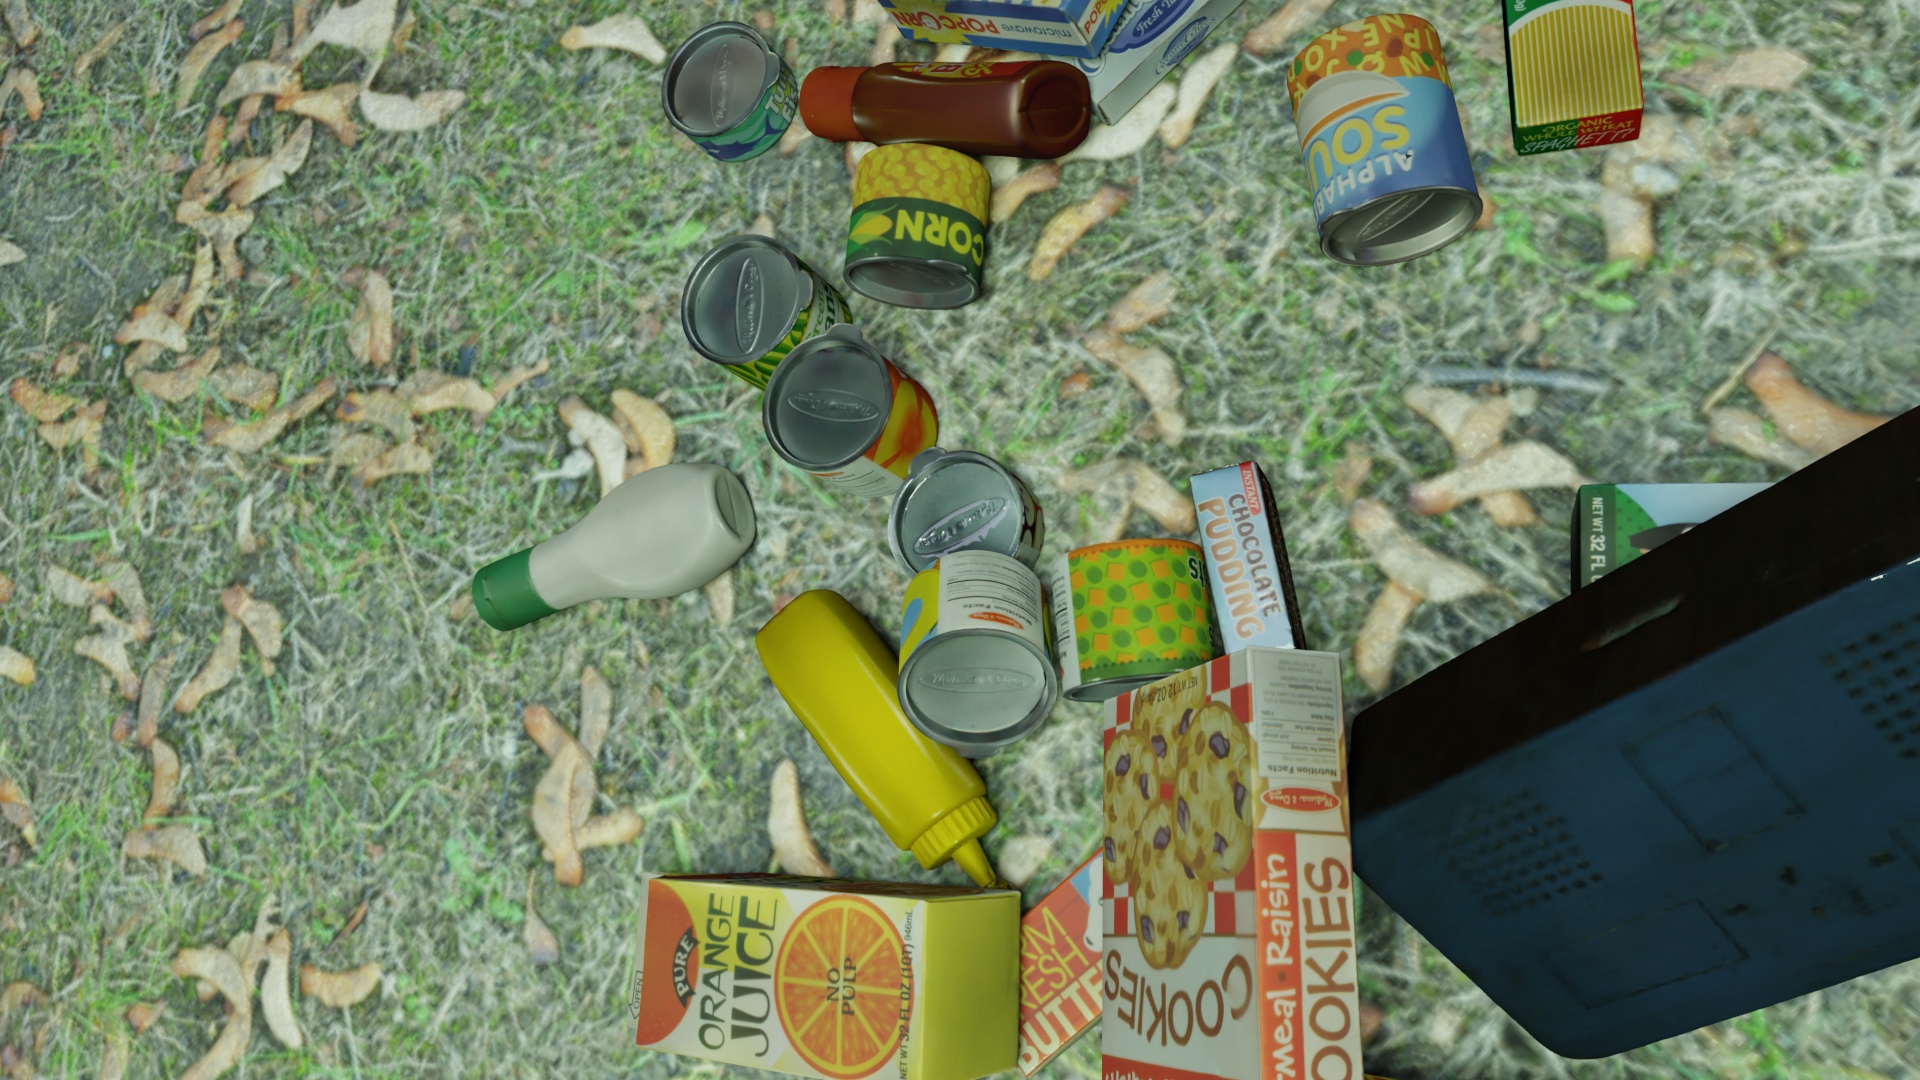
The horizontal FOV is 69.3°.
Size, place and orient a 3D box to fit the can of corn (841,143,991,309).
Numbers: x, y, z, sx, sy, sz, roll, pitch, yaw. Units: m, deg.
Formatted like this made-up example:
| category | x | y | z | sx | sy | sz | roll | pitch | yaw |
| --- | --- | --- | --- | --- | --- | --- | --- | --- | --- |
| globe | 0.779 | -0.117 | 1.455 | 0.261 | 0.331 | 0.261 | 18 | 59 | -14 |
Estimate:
| category | x | y | z | sx | sy | sz | roll | pitch | yaw |
| --- | --- | --- | --- | --- | --- | --- | --- | --- | --- |
| can of corn | -0.019 | -0.149 | 0.660 | 0.071 | 0.071 | 0.058 | 2 | 79 | 22 |

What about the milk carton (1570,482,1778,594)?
| category | x | y | z | sx | sy | sz | roll | pitch | yaw |
| --- | --- | --- | --- | --- | --- | --- | --- | --- | --- |
| milk carton | 0.319 | 0.021 | 0.489 | 0.190 | 0.073 | 0.072 | 1 | 80 | 21 |

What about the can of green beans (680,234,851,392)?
| category | x | y | z | sx | sy | sz | roll | pitch | yaw |
| --- | --- | --- | --- | --- | --- | --- | --- | --- | --- |
| can of green beans | -0.095 | -0.109 | 0.687 | 0.071 | 0.058 | 0.071 | -5 | 77 | 20 |

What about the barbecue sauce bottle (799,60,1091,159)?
| category | x | y | z | sx | sy | sz | roll | pitch | yaw |
| --- | --- | --- | --- | --- | --- | --- | --- | --- | --- |
| barbecue sauce bottle | -0.014 | -0.210 | 0.673 | 0.148 | 0.065 | 0.043 | 15 | 115 | 36 |

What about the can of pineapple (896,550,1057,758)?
| category | x | y | z | sx | sy | sz | roll | pitch | yaw |
| --- | --- | --- | --- | --- | --- | --- | --- | --- | --- |
| can of pineapple | 0.006 | 0.048 | 0.595 | 0.071 | 0.070 | 0.058 | -23 | 31 | 15 |

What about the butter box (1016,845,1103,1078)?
| category | x | y | z | sx | sy | sz | roll | pitch | yaw |
| --- | --- | --- | --- | --- | --- | --- | --- | --- | --- |
| butter box | 0.052 | 0.173 | 0.585 | 0.103 | 0.024 | 0.053 | -43 | 68 | 8 |

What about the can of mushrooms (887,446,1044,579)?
| category | x | y | z | sx | sy | sz | roll | pitch | yaw |
| --- | --- | --- | --- | --- | --- | --- | --- | --- | --- |
| can of mushrooms | 0.002 | -0.008 | 0.640 | 0.071 | 0.033 | 0.071 | -5 | 77 | 21 |

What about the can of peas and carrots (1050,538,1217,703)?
| category | x | y | z | sx | sy | sz | roll | pitch | yaw |
| --- | --- | --- | --- | --- | --- | --- | --- | --- | --- |
| can of peas and carrots | 0.075 | 0.034 | 0.585 | 0.071 | 0.071 | 0.059 | -10 | 75 | 19 |

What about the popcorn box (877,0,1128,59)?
| category | x | y | z | sx | sy | sz | roll | pitch | yaw |
| --- | --- | --- | --- | --- | --- | --- | --- | --- | --- |
| popcorn box | 0.028 | -0.282 | 0.670 | 0.127 | 0.038 | 0.085 | 22 | 81 | 37 |

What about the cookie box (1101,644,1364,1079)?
| category | x | y | z | sx | sy | sz | roll | pitch | yaw |
| --- | --- | --- | --- | --- | --- | --- | --- | --- | --- |
| cookie box | 0.091 | 0.132 | 0.501 | 0.040 | 0.122 | 0.168 | 7 | 72 | -17 |

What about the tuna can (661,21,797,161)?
| category | x | y | z | sx | sy | sz | roll | pitch | yaw |
| --- | --- | --- | --- | --- | --- | --- | --- | --- | --- |
| tuna can | -0.120 | -0.239 | 0.739 | 0.071 | 0.033 | 0.071 | -5 | 77 | 20 |

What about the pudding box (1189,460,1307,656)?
| category | x | y | z | sx | sy | sz | roll | pitch | yaw |
| --- | --- | --- | --- | --- | --- | --- | --- | --- | --- |
| pudding box | 0.121 | 0.014 | 0.580 | 0.030 | 0.049 | 0.084 | -13 | 73 | 17 |

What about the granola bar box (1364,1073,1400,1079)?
| category | x | y | z | sx | sy | sz | roll | pitch | yaw |
| --- | --- | --- | --- | --- | --- | --- | --- | --- | --- |
| granola bar box | 0.201 | 0.256 | 0.475 | 0.165 | 0.039 | 0.123 | 2 | 107 | 22 |

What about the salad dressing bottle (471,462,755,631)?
| category | x | y | z | sx | sy | sz | roll | pitch | yaw |
| --- | --- | --- | --- | --- | --- | --- | --- | --- | --- |
| salad dressing bottle | -0.177 | 0.007 | 0.701 | 0.147 | 0.044 | 0.064 | -20 | 74 | 17 |

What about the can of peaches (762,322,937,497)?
| category | x | y | z | sx | sy | sz | roll | pitch | yaw |
| --- | --- | --- | --- | --- | --- | --- | --- | --- | --- |
| can of peaches | -0.050 | -0.060 | 0.659 | 0.071 | 0.058 | 0.071 | -5 | 76 | 21 |

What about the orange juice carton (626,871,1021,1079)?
| category | x | y | z | sx | sy | sz | roll | pitch | yaw |
| --- | --- | --- | --- | --- | --- | --- | --- | --- | --- |
| orange juice carton | -0.073 | 0.182 | 0.593 | 0.192 | 0.073 | 0.072 | -6 | 77 | 34 |

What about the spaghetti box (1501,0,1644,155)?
| category | x | y | z | sx | sy | sz | roll | pitch | yaw |
| --- | --- | --- | --- | --- | --- | --- | --- | --- | --- |
| spaghetti box | 0.258 | -0.291 | 0.607 | 0.050 | 0.028 | 0.250 | -4 | 77 | 19 |

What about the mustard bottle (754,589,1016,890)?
| category | x | y | z | sx | sy | sz | roll | pitch | yaw |
| --- | --- | --- | --- | --- | --- | --- | --- | --- | --- |
| mustard bottle | -0.028 | 0.095 | 0.614 | 0.049 | 0.065 | 0.160 | -40 | 72 | 6 |

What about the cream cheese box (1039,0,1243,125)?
| category | x | y | z | sx | sy | sz | roll | pitch | yaw |
| --- | --- | --- | --- | --- | --- | --- | --- | --- | --- |
| cream cheese box | 0.091 | -0.254 | 0.666 | 0.103 | 0.024 | 0.053 | -43 | 66 | 7 |

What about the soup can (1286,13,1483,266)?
| category | x | y | z | sx | sy | sz | roll | pitch | yaw |
| --- | --- | --- | --- | --- | --- | --- | --- | --- | --- |
| soup can | 0.176 | -0.169 | 0.589 | 0.071 | 0.071 | 0.084 | -13 | 73 | 18 |
